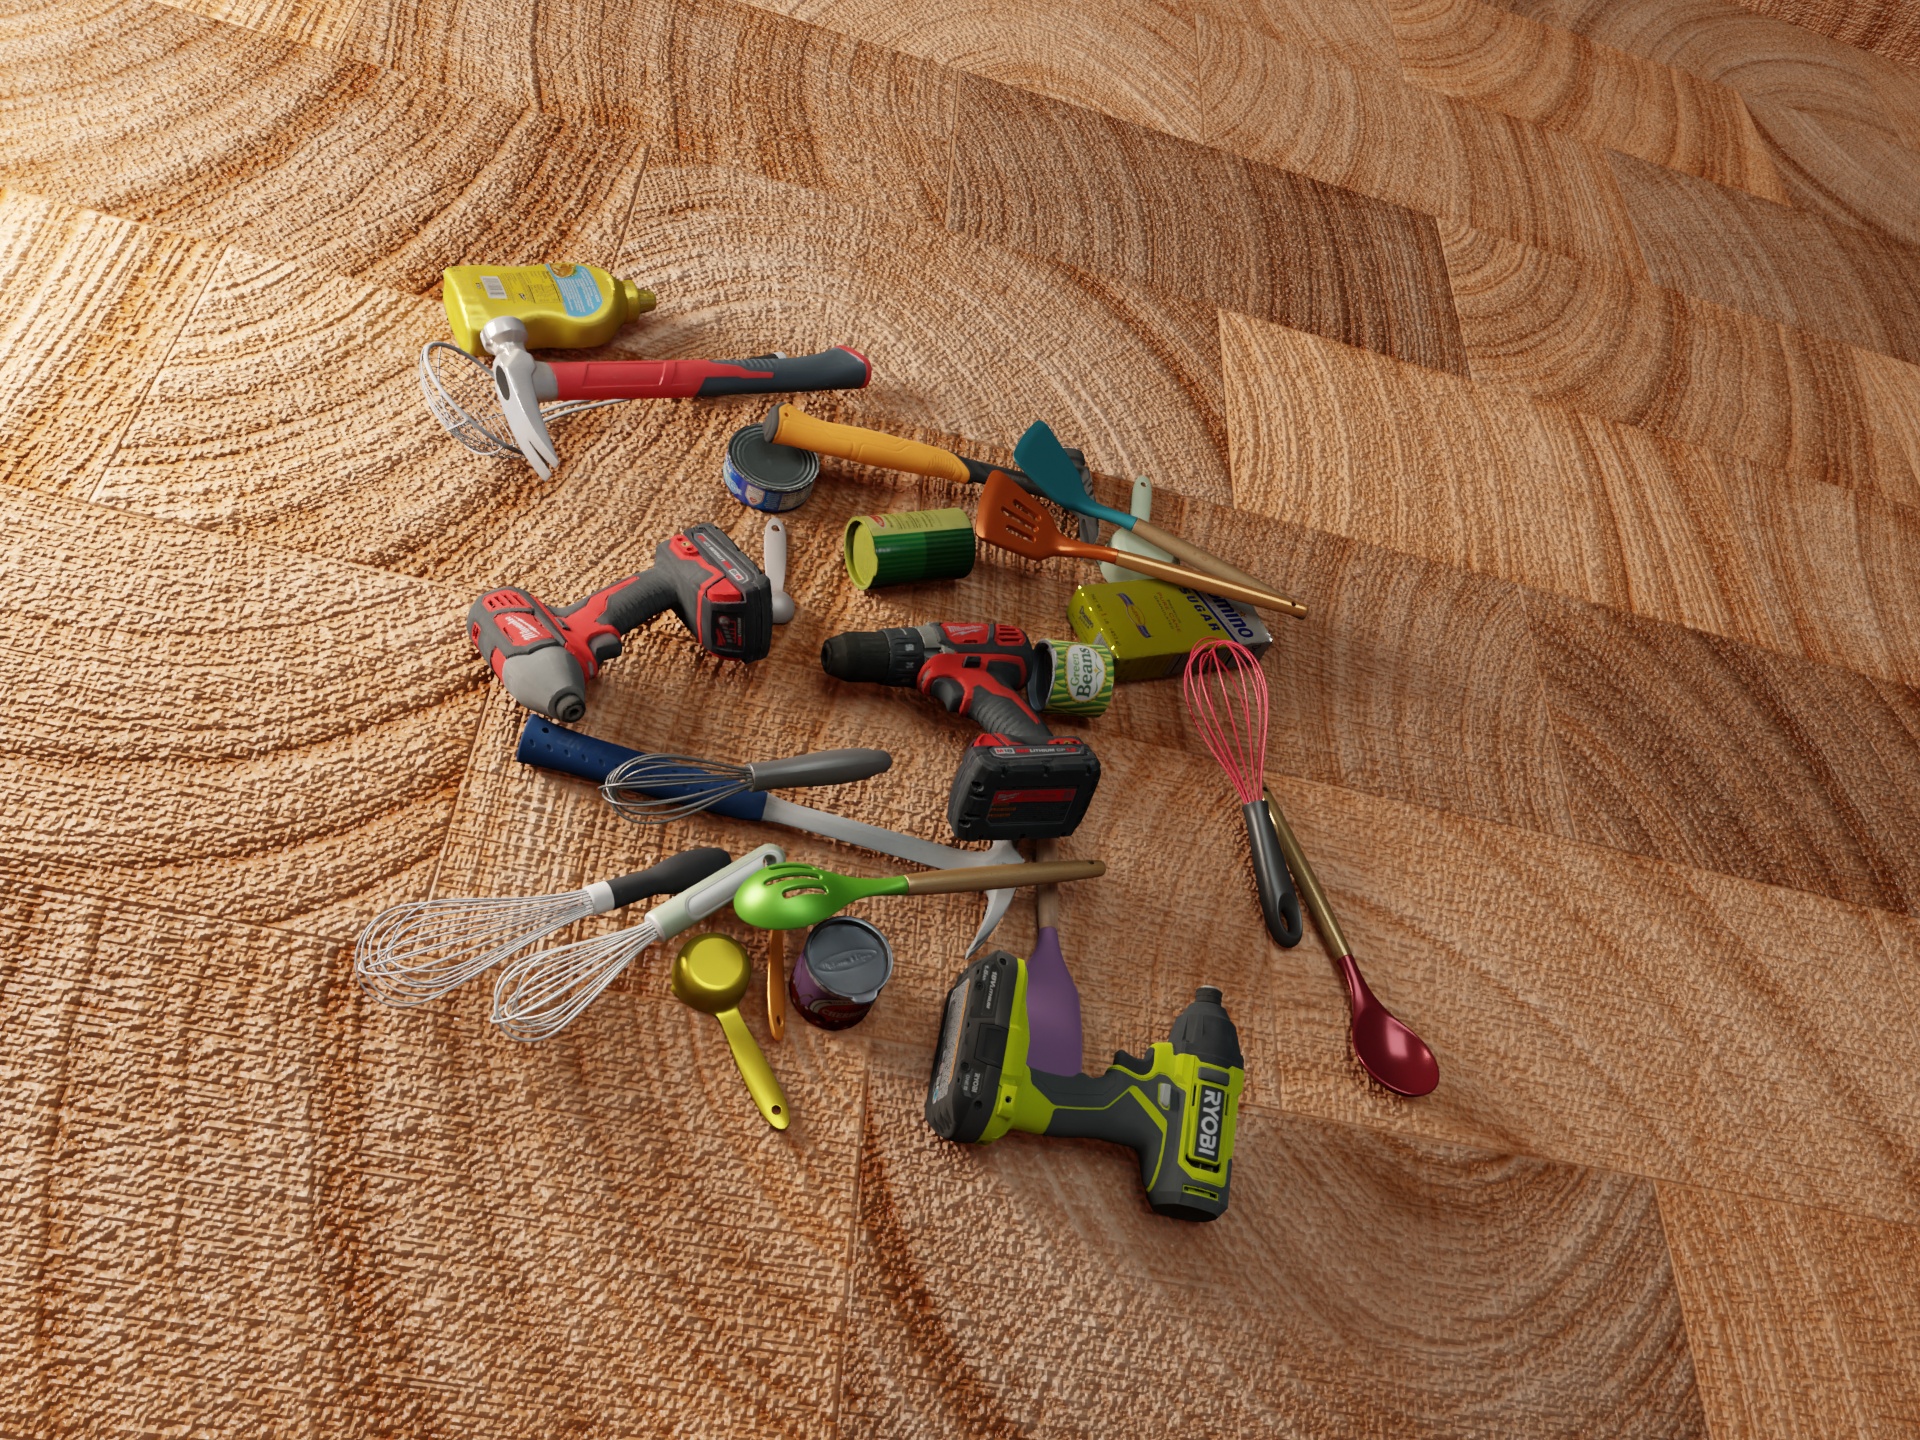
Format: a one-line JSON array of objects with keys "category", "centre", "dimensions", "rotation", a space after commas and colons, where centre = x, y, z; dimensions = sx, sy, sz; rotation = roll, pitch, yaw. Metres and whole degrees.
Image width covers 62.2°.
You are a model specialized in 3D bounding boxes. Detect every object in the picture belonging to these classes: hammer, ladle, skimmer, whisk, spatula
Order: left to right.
[{"category": "whisk", "centre": [-0.289, 0.138, 1.138], "dimensions": [0.284, 0.070, 0.070], "rotation": [-15, 61, -35]}, {"category": "skimmer", "centre": [-0.308, -0.314, 1.443], "dimensions": [0.363, 0.090, 0.127], "rotation": [-20, 65, -32]}, {"category": "whisk", "centre": [-0.225, 0.152, 1.139], "dimensions": [0.246, 0.059, 0.057], "rotation": [-30, 101, -31]}, {"category": "hammer", "centre": [-0.233, -0.298, 1.444], "dimensions": [0.386, 0.038, 0.143], "rotation": [-12, 74, -41]}, {"category": "whisk", "centre": [-0.159, 0.042, 1.215], "dimensions": [0.239, 0.055, 0.055], "rotation": [-6, 57, -29]}, {"category": "hammer", "centre": [-0.145, 0.075, 1.248], "dimensions": [0.405, 0.035, 0.144], "rotation": [16, 50, -8]}, {"category": "hammer", "centre": [-0.023, -0.238, 1.504], "dimensions": [0.336, 0.034, 0.127], "rotation": [10, 51, -23]}, {"category": "spatula", "centre": [0.068, 0.147, 1.285], "dimensions": [0.059, 0.018, 0.316], "rotation": [11, 53, -12]}, {"category": "spatula", "centre": [0.170, -0.150, 1.480], "dimensions": [0.322, 0.041, 0.081], "rotation": [16, 61, -1]}, {"category": "spatula", "centre": [0.192, -0.181, 1.512], "dimensions": [0.317, 0.044, 0.082], "rotation": [28, 42, 3]}, {"category": "whisk", "centre": [0.254, 0.056, 1.391], "dimensions": [0.073, 0.073, 0.296], "rotation": [0, 64, -21]}, {"category": "ladle", "centre": [0.314, 0.179, 1.349], "dimensions": [0.069, 0.031, 0.316], "rotation": [-4, 54, -26]}]

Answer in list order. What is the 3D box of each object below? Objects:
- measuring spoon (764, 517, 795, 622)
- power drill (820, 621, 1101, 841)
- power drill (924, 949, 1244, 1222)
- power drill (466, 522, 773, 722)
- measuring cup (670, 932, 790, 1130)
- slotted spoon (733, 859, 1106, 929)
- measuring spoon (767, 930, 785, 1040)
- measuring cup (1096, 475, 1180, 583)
[{"category": "measuring spoon", "centre": [-0.163, -0.138, 1.413], "dimensions": [0.034, 0.018, 0.124], "rotation": [7, 52, -16]}, {"category": "power drill", "centre": [-0.002, -0.004, 1.309], "dimensions": [0.187, 0.080, 0.227], "rotation": [0, 39, -25]}, {"category": "power drill", "centre": [0.098, 0.256, 1.168], "dimensions": [0.223, 0.080, 0.171], "rotation": [18, 61, -11]}, {"category": "power drill", "centre": [-0.267, -0.073, 1.274], "dimensions": [0.219, 0.078, 0.143], "rotation": [-22, 49, -29]}, {"category": "measuring cup", "centre": [-0.157, 0.219, 1.138], "dimensions": [0.062, 0.029, 0.157], "rotation": [-16, 60, -30]}, {"category": "slotted spoon", "centre": [-0.021, 0.122, 1.210], "dimensions": [0.313, 0.031, 0.070], "rotation": [-1, 32, -30]}, {"category": "measuring spoon", "centre": [-0.133, 0.183, 1.179], "dimensions": [0.021, 0.011, 0.117], "rotation": [46, 30, -46]}, {"category": "measuring cup", "centre": [0.182, -0.192, 1.569], "dimensions": [0.083, 0.038, 0.168], "rotation": [16, 53, -9]}]
